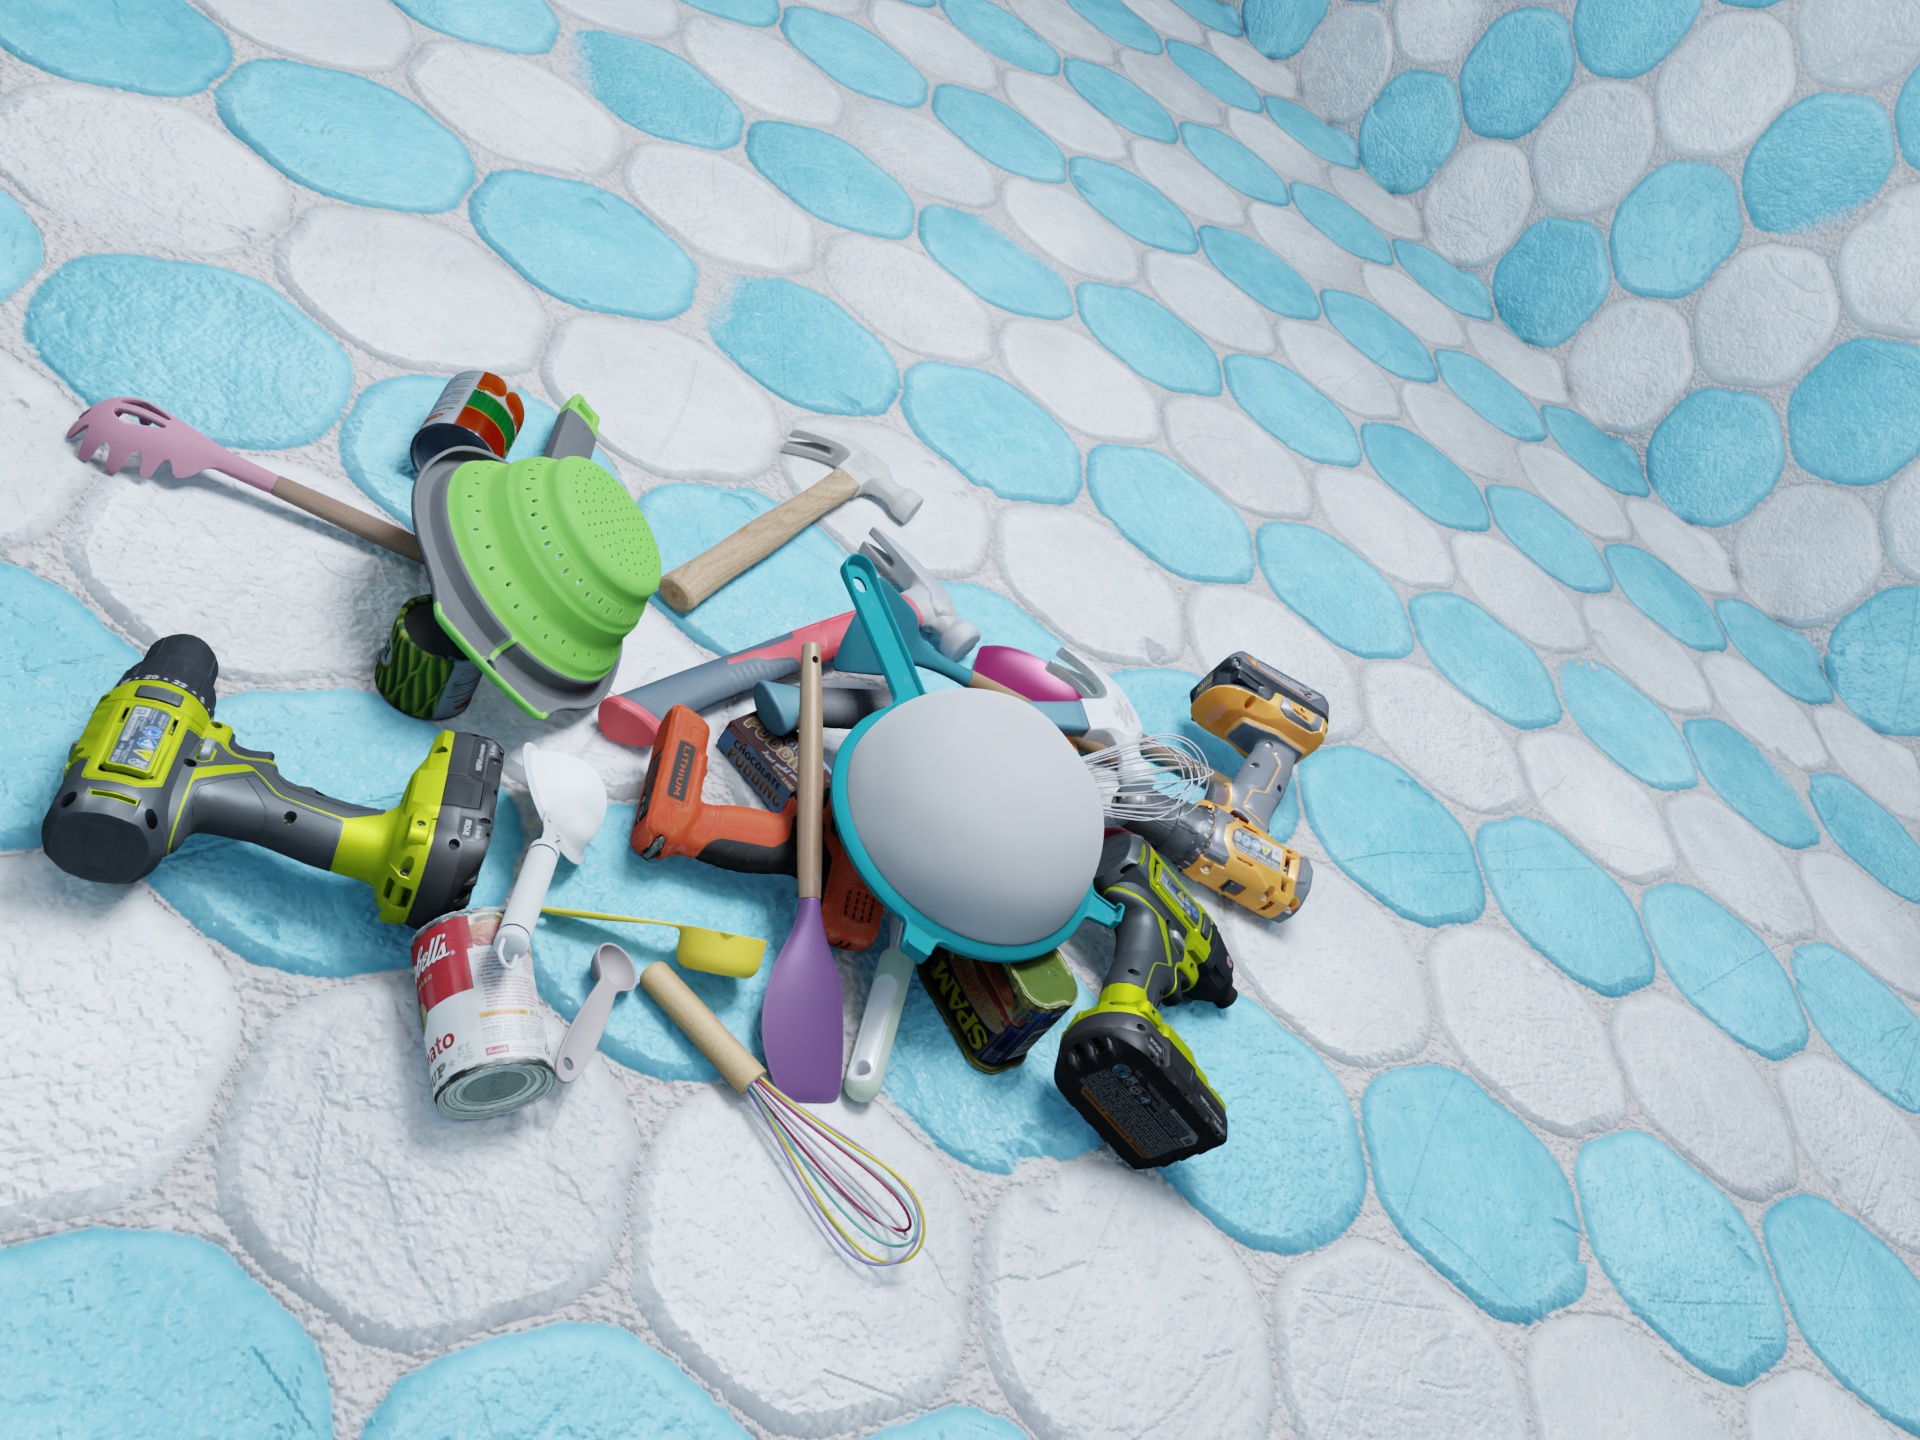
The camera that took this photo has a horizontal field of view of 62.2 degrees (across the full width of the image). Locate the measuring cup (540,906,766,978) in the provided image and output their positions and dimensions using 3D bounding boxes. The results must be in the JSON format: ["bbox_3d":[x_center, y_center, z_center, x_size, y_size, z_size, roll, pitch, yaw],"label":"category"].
[{"bbox_3d":[-0.204,0.142,1.023,0.156,0.062,0.029,10,81,-12],"label":"measuring cup"}]

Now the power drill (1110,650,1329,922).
[{"bbox_3d":[0.232,0.047,1.408,0.185,0.084,0.226,27,52,-11],"label":"power drill"}]

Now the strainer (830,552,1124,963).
[{"bbox_3d":[0.000,-0.001,1.118,0.211,0.095,0.341,-3,59,-39],"label":"strainer"}]

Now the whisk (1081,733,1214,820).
[{"bbox_3d":[0.055,0.053,1.220,0.284,0.070,0.070,-6,48,-5],"label":"whisk"}]

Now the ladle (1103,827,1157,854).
[{"bbox_3d":[0.059,0.124,1.213,0.315,0.031,0.069,-3,54,-53],"label":"ladle"}]

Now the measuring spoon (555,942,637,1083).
[{"bbox_3d":[-0.226,0.179,0.962,0.034,0.018,0.124,50,22,-18],"label":"measuring spoon"}]

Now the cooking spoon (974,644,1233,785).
[{"bbox_3d":[0.152,0.015,1.446,0.318,0.017,0.069,26,47,-13],"label":"cooking spoon"}]

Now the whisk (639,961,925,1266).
[{"bbox_3d":[-0.111,0.238,0.989,0.245,0.047,0.051,44,39,14],"label":"whisk"}]

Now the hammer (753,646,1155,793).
[{"bbox_3d":[-0.002,-0.004,1.252,0.330,0.033,0.128,3,56,-28],"label":"hammer"}]

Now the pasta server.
[{"bbox_3d":[-0.463,-0.150,1.133,0.316,0.040,0.060,25,39,-21],"label":"pasta server"}]

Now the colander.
[{"bbox_3d":[-0.280,-0.165,1.180,0.204,0.094,0.398,52,19,-31],"label":"colander"}]

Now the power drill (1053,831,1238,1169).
[{"bbox_3d":[0.147,0.210,1.175,0.171,0.080,0.223,50,31,-20],"label":"power drill"}]

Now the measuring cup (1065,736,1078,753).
[{"bbox_3d":[0.039,0.067,1.282,0.095,0.052,0.174,24,49,-11],"label":"measuring cup"}]

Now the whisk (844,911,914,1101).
[{"bbox_3d":[-0.042,0.161,1.117,0.058,0.059,0.247,-1,43,16],"label":"whisk"}]

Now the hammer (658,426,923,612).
[{"bbox_3d":[-0.158,-0.174,1.389,0.130,0.031,0.331,40,38,4],"label":"hammer"}]

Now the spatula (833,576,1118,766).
[{"bbox_3d":[0.030,-0.021,1.338,0.317,0.082,0.044,27,0,-29],"label":"spatula"}]

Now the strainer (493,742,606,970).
[{"bbox_3d":[-0.253,0.079,0.978,0.259,0.050,0.086,-98,166,-65],"label":"strainer"}]

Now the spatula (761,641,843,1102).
[{"bbox_3d":[-0.104,0.095,1.071,0.059,0.018,0.316,11,68,-30],"label":"spatula"}]

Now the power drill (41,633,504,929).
[{"bbox_3d":[-0.398,0.034,0.947,0.228,0.080,0.191,17,32,-20],"label":"power drill"}]

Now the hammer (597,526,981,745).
[{"bbox_3d":[-0.145,-0.065,1.281,0.143,0.038,0.386,47,39,15],"label":"hammer"}]
